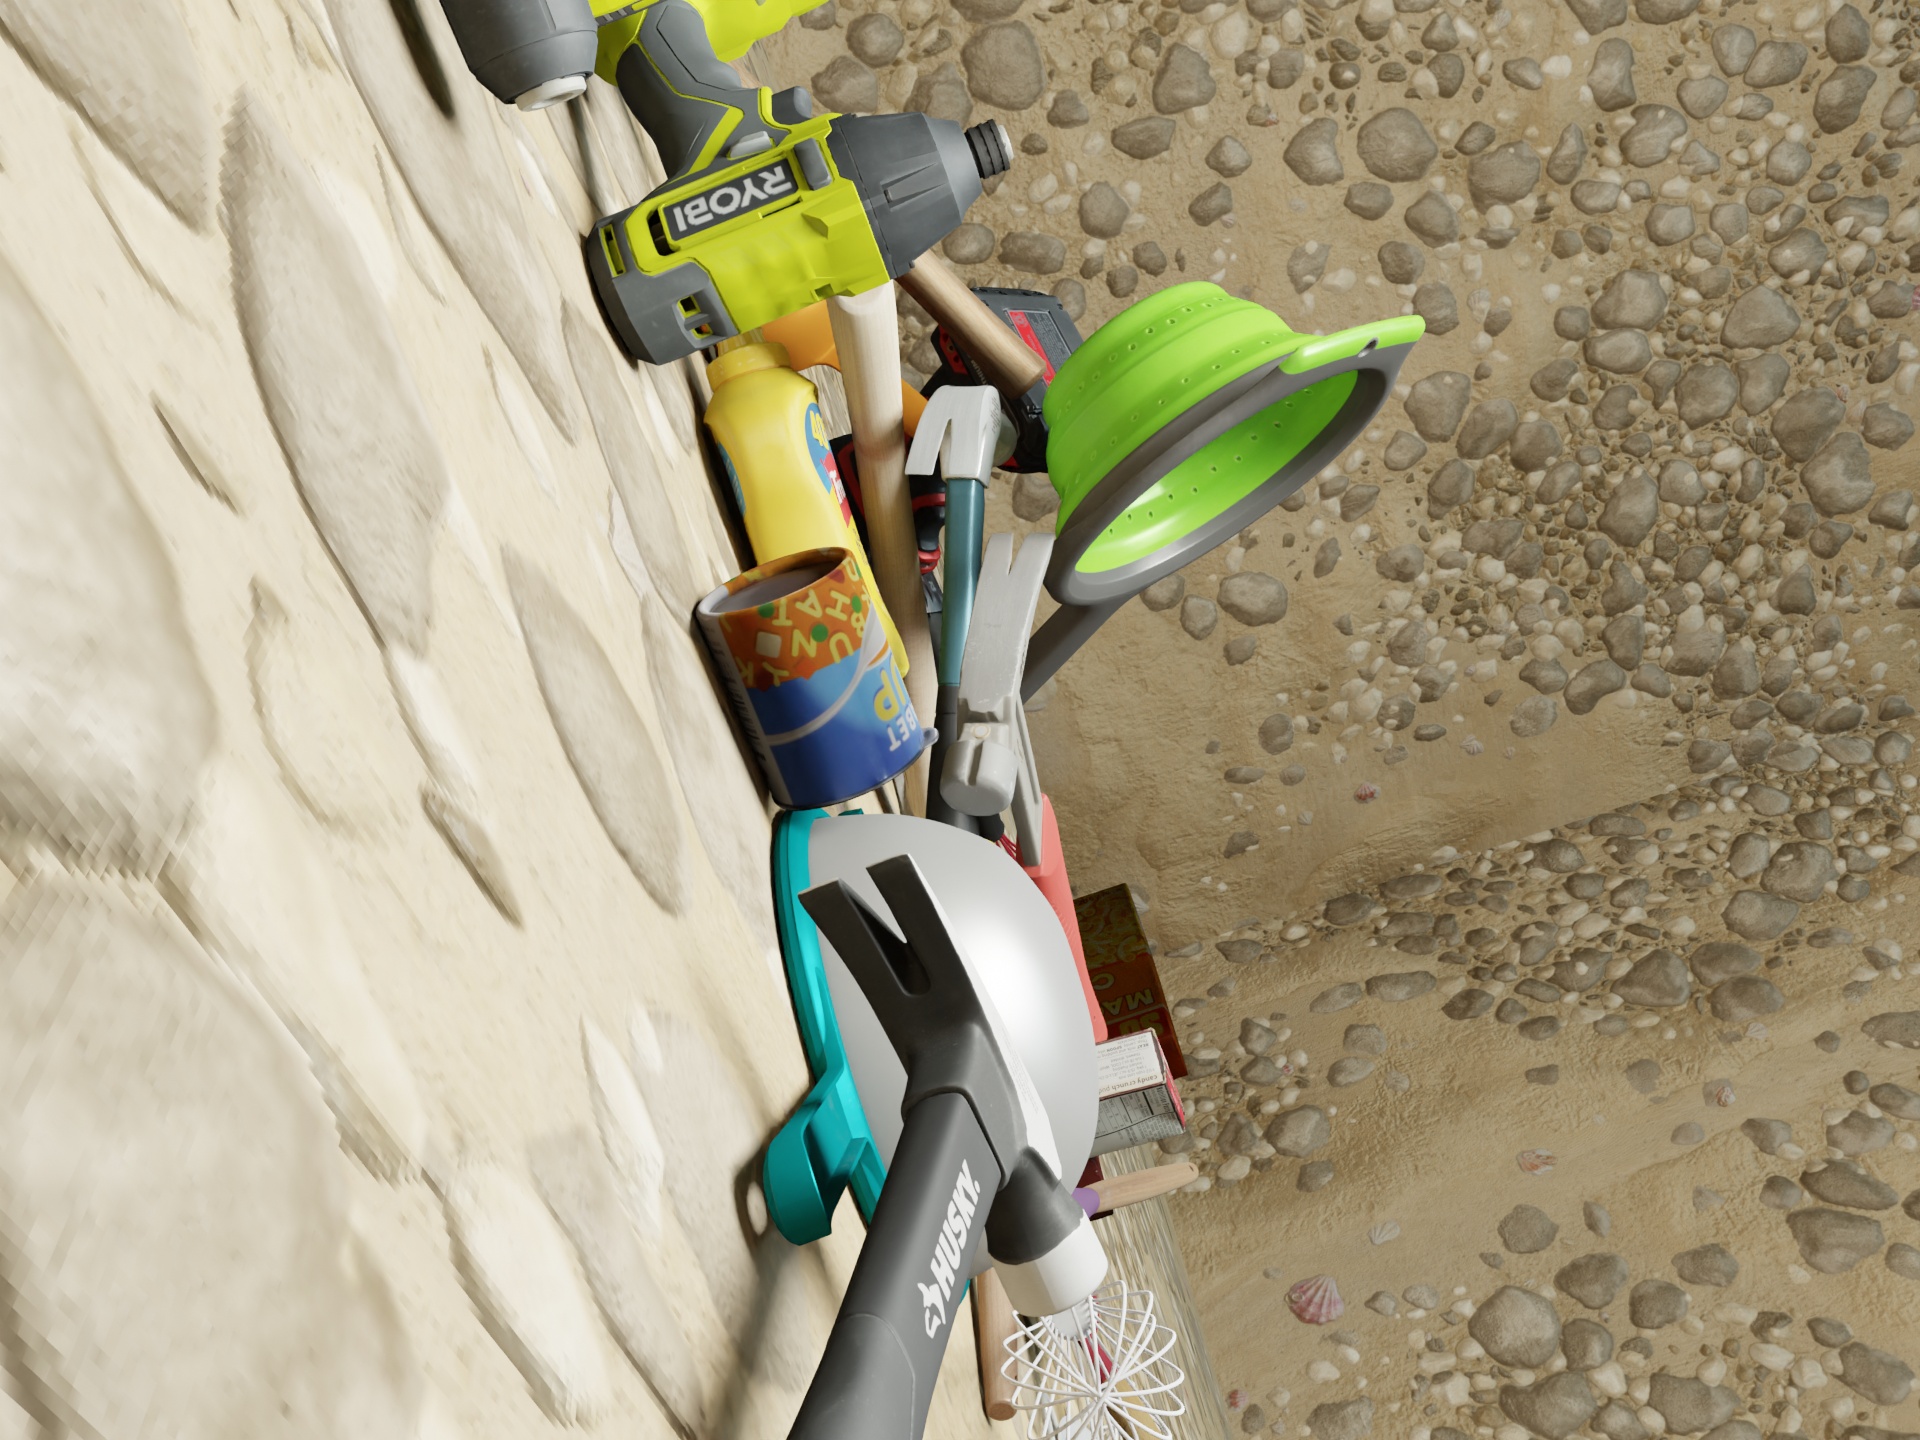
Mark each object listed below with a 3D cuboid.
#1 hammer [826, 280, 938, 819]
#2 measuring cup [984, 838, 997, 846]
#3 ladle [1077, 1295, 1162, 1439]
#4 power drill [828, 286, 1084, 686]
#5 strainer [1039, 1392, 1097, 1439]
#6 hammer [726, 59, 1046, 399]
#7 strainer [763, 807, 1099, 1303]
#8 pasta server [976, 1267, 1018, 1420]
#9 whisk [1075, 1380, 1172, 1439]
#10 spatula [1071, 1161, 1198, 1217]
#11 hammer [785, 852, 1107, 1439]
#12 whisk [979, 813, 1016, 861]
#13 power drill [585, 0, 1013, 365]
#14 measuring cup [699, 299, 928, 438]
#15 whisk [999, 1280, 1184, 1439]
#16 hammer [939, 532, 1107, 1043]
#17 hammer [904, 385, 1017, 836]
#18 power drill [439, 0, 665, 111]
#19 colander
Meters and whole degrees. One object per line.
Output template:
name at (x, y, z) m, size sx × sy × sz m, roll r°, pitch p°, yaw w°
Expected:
hammer at (-0.034, -0.070, 0.867) m, size 0.146 × 0.038 × 0.410 m, roll -106°, pitch -173°, yaw -50°
measuring cup at (-0.004, 0.079, 1.050) m, size 0.157 × 0.029 × 0.062 m, roll -116°, pitch -135°, yaw -59°
ladle at (0.083, 0.329, 0.744) m, size 0.069 × 0.031 × 0.316 m, roll 42°, pitch 1°, yaw -25°
power drill at (-0.002, -0.133, 0.977) m, size 0.080 × 0.226 × 0.188 m, roll -12°, pitch 70°, yaw -44°
strainer at (0.096, 0.386, 0.666) m, size 0.258 × 0.050 × 0.087 m, roll 50°, pitch 10°, yaw -9°
hammer at (-0.080, -0.294, 0.833) m, size 0.331 × 0.031 × 0.130 m, roll 43°, pitch 10°, yaw -10°
strainer at (0.000, 0.119, 0.583) m, size 0.340 × 0.095 × 0.211 m, roll 28°, pitch 44°, yaw -86°
pasta server at (0.008, 0.212, 0.792) m, size 0.316 × 0.040 × 0.060 m, roll -92°, pitch 163°, yaw -62°
whisk at (0.076, 0.393, 0.743) m, size 0.246 × 0.058 × 0.059 m, roll -63°, pitch 165°, yaw -79°
spatula at (0.082, 0.273, 0.920) m, size 0.060 × 0.018 × 0.315 m, roll 56°, pitch 16°, yaw 24°
hammer at (-0.022, 0.138, 0.322) m, size 0.335 × 0.035 × 0.146 m, roll -55°, pitch 122°, yaw -74°
whisk at (0.024, 0.089, 1.128) m, size 0.295 × 0.073 × 0.073 m, roll 72°, pitch 2°, yaw -50°
power drill at (-0.086, -0.269, 0.676) m, size 0.080 × 0.171 × 0.223 m, roll 64°, pitch 6°, yaw -63°
measuring cup at (-0.072, -0.205, 0.831) m, size 0.174 × 0.095 × 0.052 m, roll 42°, pitch 1°, yaw 13°
whisk at (0.048, 0.249, 0.659) m, size 0.284 × 0.070 × 0.070 m, roll 87°, pitch -14°, yaw -79°
hammer at (0.044, 0.072, 0.833) m, size 0.358 × 0.037 × 0.149 m, roll 75°, pitch 22°, yaw -51°
hammer at (-0.001, -0.003, 0.783) m, size 0.128 × 0.033 × 0.331 m, roll 17°, pitch 75°, yaw -79°
power drill at (-0.156, -0.303, 0.540) m, size 0.229 × 0.080 × 0.190 m, roll -88°, pitch 159°, yaw -72°
colander at (0.072, -0.113, 0.865) m, size 0.094 × 0.204 × 0.397 m, roll 58°, pitch -40°, yaw 12°
